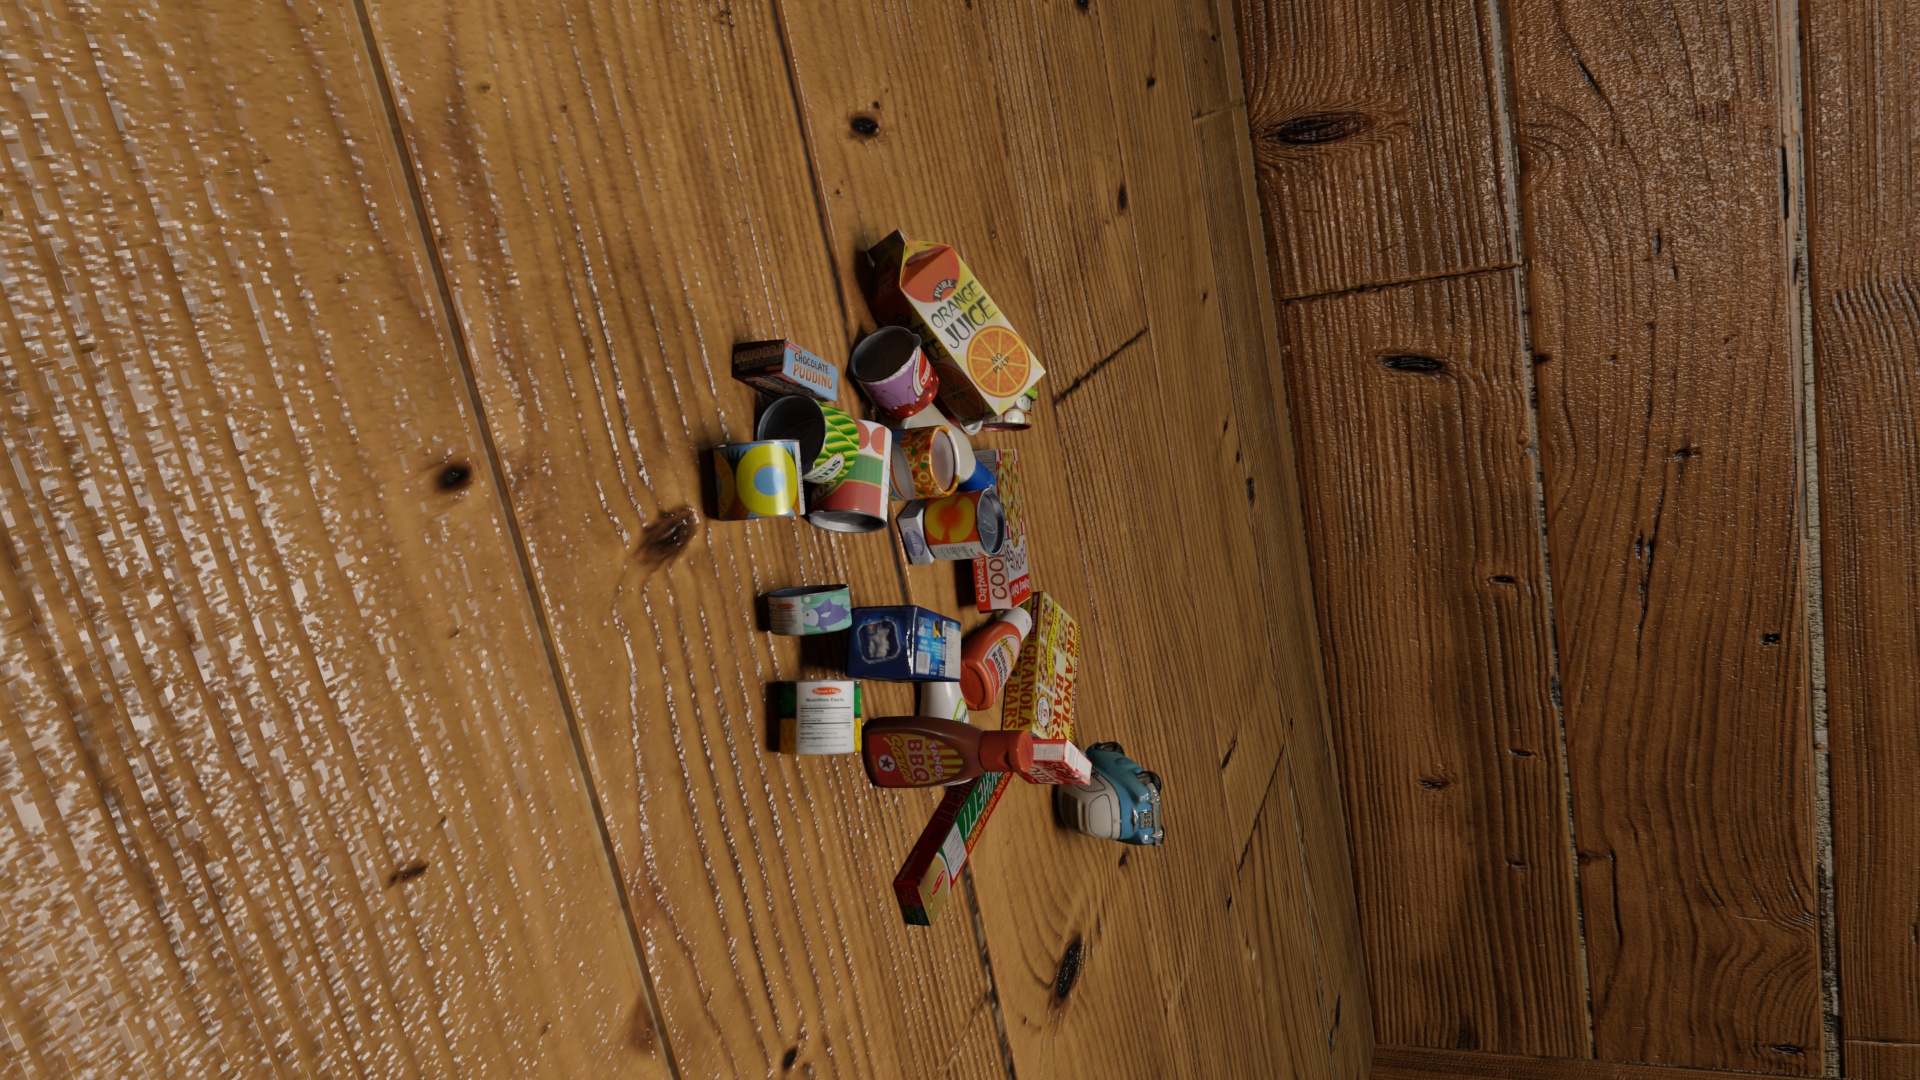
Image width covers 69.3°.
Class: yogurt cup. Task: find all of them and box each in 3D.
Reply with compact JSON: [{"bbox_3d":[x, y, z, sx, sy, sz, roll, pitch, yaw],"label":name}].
[{"bbox_3d":[-0.013,-0.137,1.392,0.072,0.054,0.072,-5,91,-66],"label":"yogurt cup"}]

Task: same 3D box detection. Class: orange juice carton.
[{"bbox_3d":[-0.015,-0.206,1.308,0.073,0.071,0.192,-45,105,-24],"label":"orange juice carton"}]

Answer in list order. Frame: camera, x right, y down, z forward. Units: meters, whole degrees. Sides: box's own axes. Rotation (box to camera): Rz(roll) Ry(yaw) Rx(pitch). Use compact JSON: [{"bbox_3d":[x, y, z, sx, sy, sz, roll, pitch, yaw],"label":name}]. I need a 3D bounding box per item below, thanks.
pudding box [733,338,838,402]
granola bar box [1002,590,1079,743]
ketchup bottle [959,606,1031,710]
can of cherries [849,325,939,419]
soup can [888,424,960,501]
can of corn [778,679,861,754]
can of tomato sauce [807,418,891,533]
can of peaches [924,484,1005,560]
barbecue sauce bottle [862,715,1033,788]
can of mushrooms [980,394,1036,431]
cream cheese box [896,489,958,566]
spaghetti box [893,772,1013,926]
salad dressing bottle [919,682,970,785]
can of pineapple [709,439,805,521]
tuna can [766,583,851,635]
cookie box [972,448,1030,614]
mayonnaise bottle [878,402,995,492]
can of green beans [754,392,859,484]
[{"bbox_3d":[-0.140,-0.135,1.119,0.083,0.049,0.030,24,66,-63],"label":"pudding box"},{"bbox_3d":[0.094,0.157,1.594,0.124,0.039,0.166,43,47,-55],"label":"granola bar box"},{"bbox_3d":[0.035,0.118,1.467,0.149,0.043,0.064,-50,130,-58],"label":"ketchup bottle"},{"bbox_3d":[-0.058,-0.154,1.276,0.058,0.071,0.072,56,37,-48],"label":"can of cherries"},{"bbox_3d":[-0.052,-0.068,1.258,0.071,0.084,0.071,-5,91,-65],"label":"soup can"},{"bbox_3d":[-0.112,0.141,1.112,0.071,0.071,0.058,14,74,-65],"label":"can of corn"},{"bbox_3d":[-0.095,-0.055,1.185,0.071,0.071,0.083,32,56,-61],"label":"can of tomato sauce"},{"bbox_3d":[0.005,-0.017,1.344,0.071,0.058,0.071,-7,91,-65],"label":"can of peaches"},{"bbox_3d":[-0.010,0.186,1.225,0.044,0.148,0.064,-40,122,-62],"label":"barbecue sauce bottle"},{"bbox_3d":[0.048,-0.139,1.508,0.071,0.071,0.033,11,77,-65],"label":"can of mushrooms"},{"bbox_3d":[-0.028,-0.023,1.375,0.104,0.024,0.053,-56,134,-55],"label":"cream cheese box"},{"bbox_3d":[-0.001,0.279,1.374,0.251,0.028,0.050,-52,133,-56],"label":"spaghetti box"},{"bbox_3d":[-0.017,0.160,1.342,0.064,0.044,0.147,-21,105,-66],"label":"salad dressing bottle"},{"bbox_3d":[-0.155,-0.045,1.053,0.071,0.071,0.058,-8,93,-66],"label":"can of pineapple"},{"bbox_3d":[-0.119,0.055,1.109,0.071,0.071,0.033,-14,100,-65],"label":"tuna can"},{"bbox_3d":[0.038,-0.013,1.477,0.123,0.040,0.167,-14,99,-77],"label":"cookie box"},{"bbox_3d":[-0.021,-0.088,1.350,0.148,0.041,0.065,41,45,-42],"label":"mayonnaise bottle"},{"bbox_3d":[-0.123,-0.082,1.125,0.058,0.071,0.071,16,71,-65],"label":"can of green beans"}]
